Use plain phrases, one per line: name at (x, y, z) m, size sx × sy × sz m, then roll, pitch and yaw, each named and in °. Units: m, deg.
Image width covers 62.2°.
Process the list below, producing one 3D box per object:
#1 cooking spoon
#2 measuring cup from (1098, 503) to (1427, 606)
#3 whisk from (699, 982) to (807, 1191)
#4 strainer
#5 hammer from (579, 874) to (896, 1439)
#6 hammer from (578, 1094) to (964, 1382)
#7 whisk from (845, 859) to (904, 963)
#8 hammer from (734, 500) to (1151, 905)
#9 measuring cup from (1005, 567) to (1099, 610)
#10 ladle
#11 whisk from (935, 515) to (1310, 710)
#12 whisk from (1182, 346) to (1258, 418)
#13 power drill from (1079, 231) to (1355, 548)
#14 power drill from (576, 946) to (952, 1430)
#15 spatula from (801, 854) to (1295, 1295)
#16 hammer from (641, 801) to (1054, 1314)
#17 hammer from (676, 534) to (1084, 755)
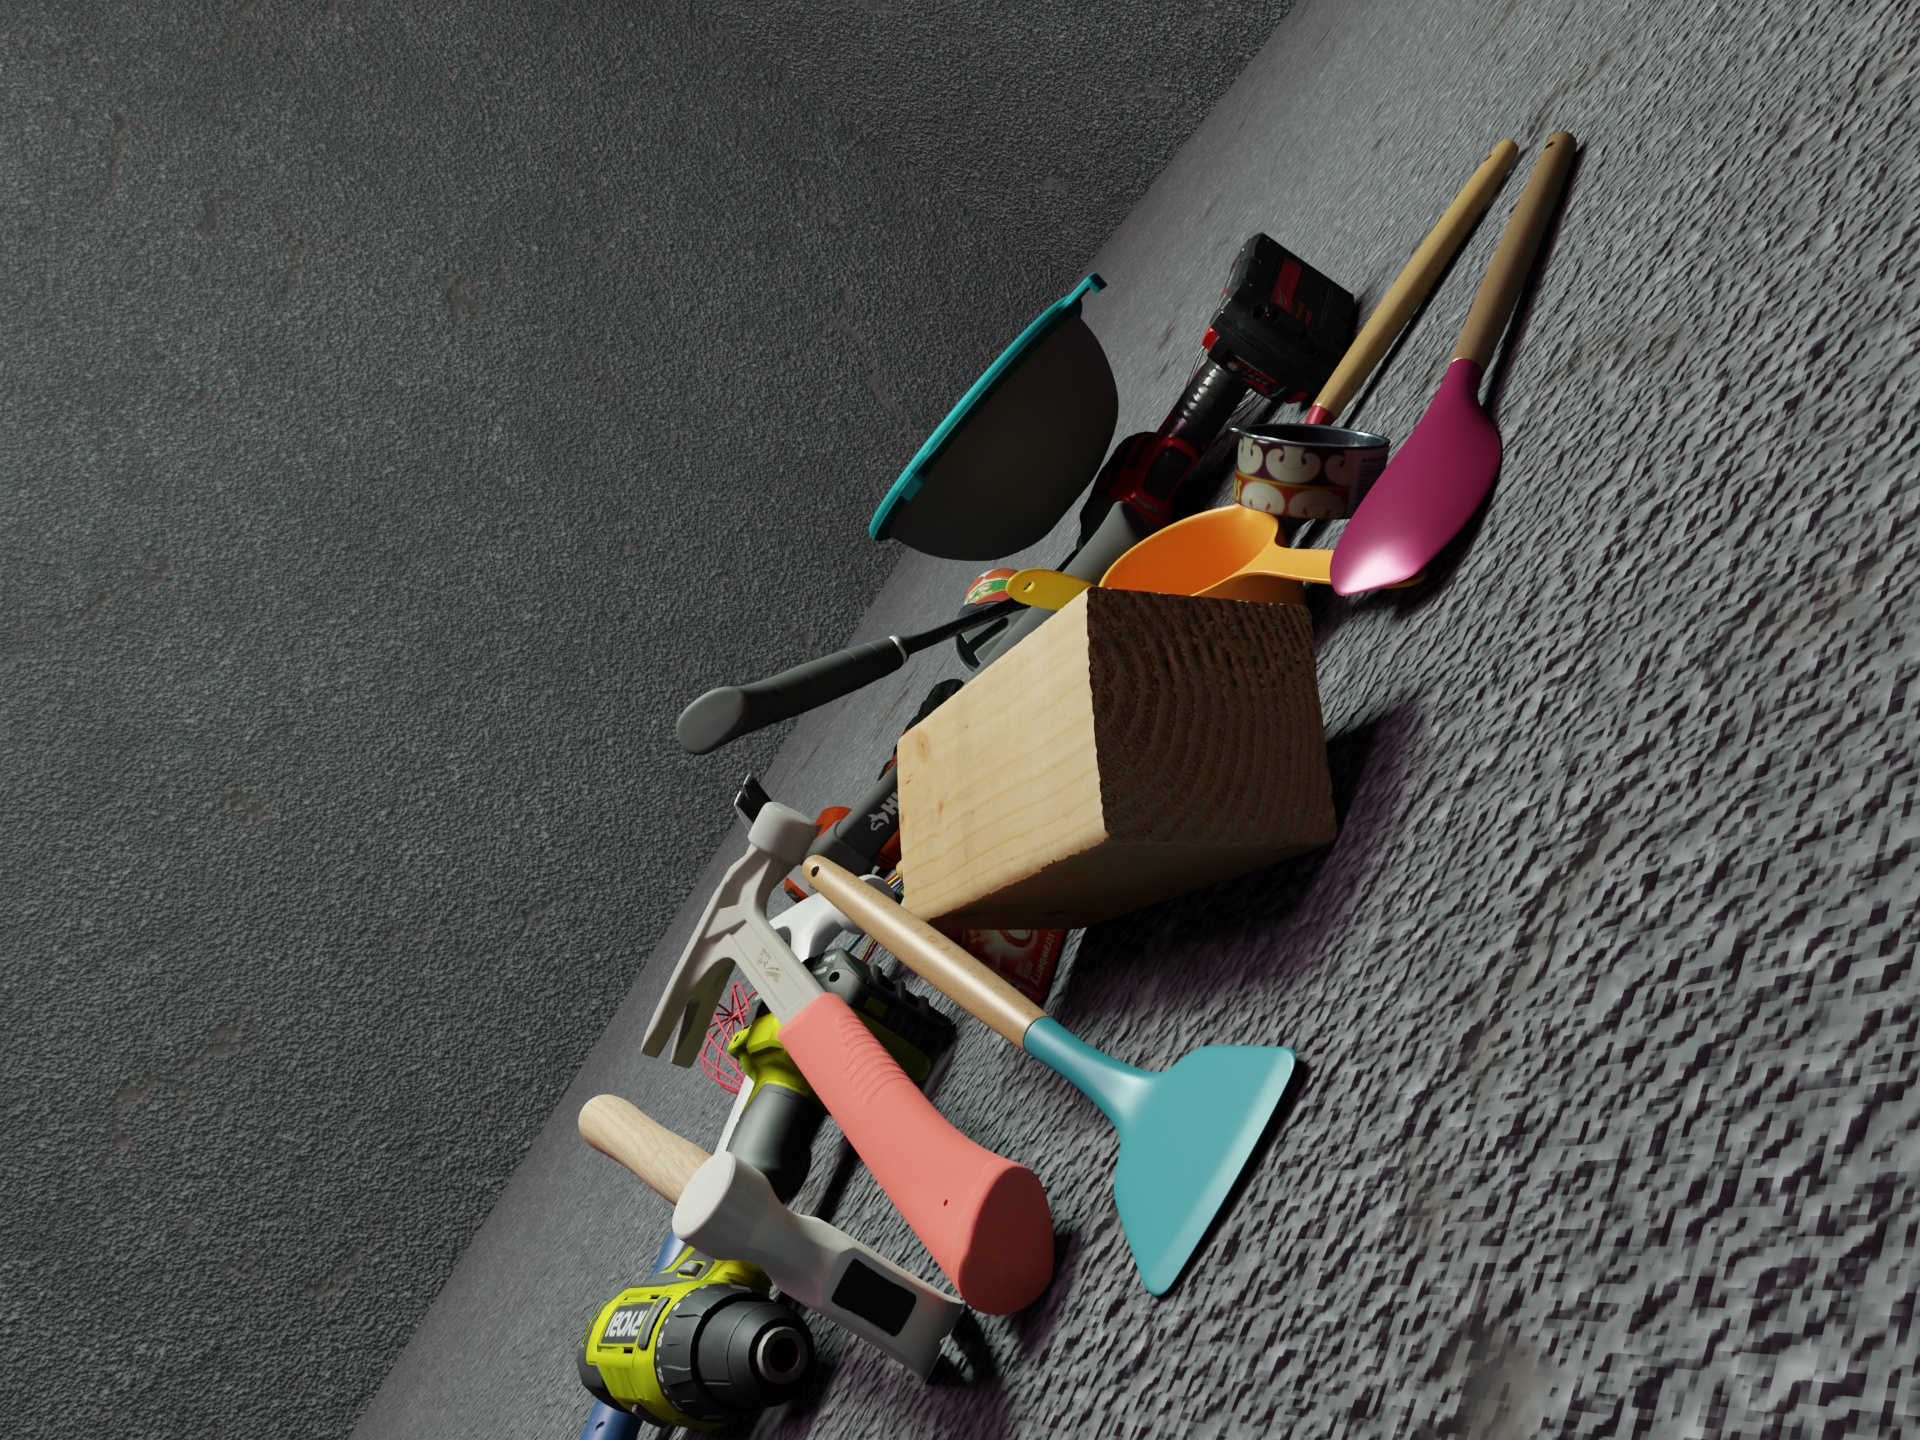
cooking spoon at (0.225, -0.167, 0.690) m, size 0.069 × 0.017 × 0.319 m, roll -16°, pitch 35°, yaw 49°
measuring cup at (0.137, -0.049, 0.690) m, size 0.095 × 0.052 × 0.174 m, roll -41°, pitch 28°, yaw -24°
whisk at (-0.131, 0.239, 1.042) m, size 0.073 × 0.073 × 0.296 m, roll -56°, pitch 16°, yaw -1°
strainer at (0.032, -0.166, 1.136) m, size 0.211 × 0.095 × 0.340 m, roll -49°, pitch 0°, yaw -11°
hammer at (-0.148, 0.275, 0.905) m, size 0.144 × 0.035 × 0.406 m, roll -27°, pitch 35°, yaw 49°
hammer at (-0.100, 0.196, 0.655) m, size 0.031 × 0.130 × 0.331 m, roll -58°, pitch 20°, yaw -18°
whisk at (-0.045, 0.118, 1.076) m, size 0.245 × 0.047 × 0.051 m, roll -46°, pitch 11°, yaw 28°
hammer at (-0.002, -0.003, 0.949) m, size 0.334 × 0.146 × 0.035 m, roll -48°, pitch 13°, yaw 29°
measuring cup at (0.073, -0.055, 0.830) m, size 0.062 × 0.029 × 0.156 m, roll -51°, pitch -27°, yaw 20°
ladle at (0.209, -0.184, 0.846) m, size 0.315 × 0.031 × 0.069 m, roll -55°, pitch 10°, yaw -6°
whisk at (0.085, -0.044, 0.794) m, size 0.284 × 0.070 × 0.070 m, roll -40°, pitch 11°, yaw 7°
whisk at (0.155, -0.204, 1.156) m, size 0.059 × 0.058 × 0.246 m, roll -16°, pitch -18°, yaw -30°
power drill at (0.150, -0.186, 1.013) m, size 0.219 × 0.078 × 0.143 m, roll -53°, pitch 8°, yaw 40°
power drill at (-0.091, 0.232, 0.781) m, size 0.190 × 0.080 × 0.229 m, roll -32°, pitch 27°, yaw 54°
spatula at (0.009, 0.102, 0.598) m, size 0.318 × 0.044 × 0.082 m, roll 25°, pitch 83°, yaw 54°
hammer at (-0.058, 0.151, 0.684) m, size 0.149 × 0.036 × 0.359 m, roll -64°, pitch 26°, yaw 2°
hammer at (-0.036, -0.047, 1.033) m, size 0.149 × 0.036 × 0.409 m, roll -37°, pitch -7°, yaw 36°
